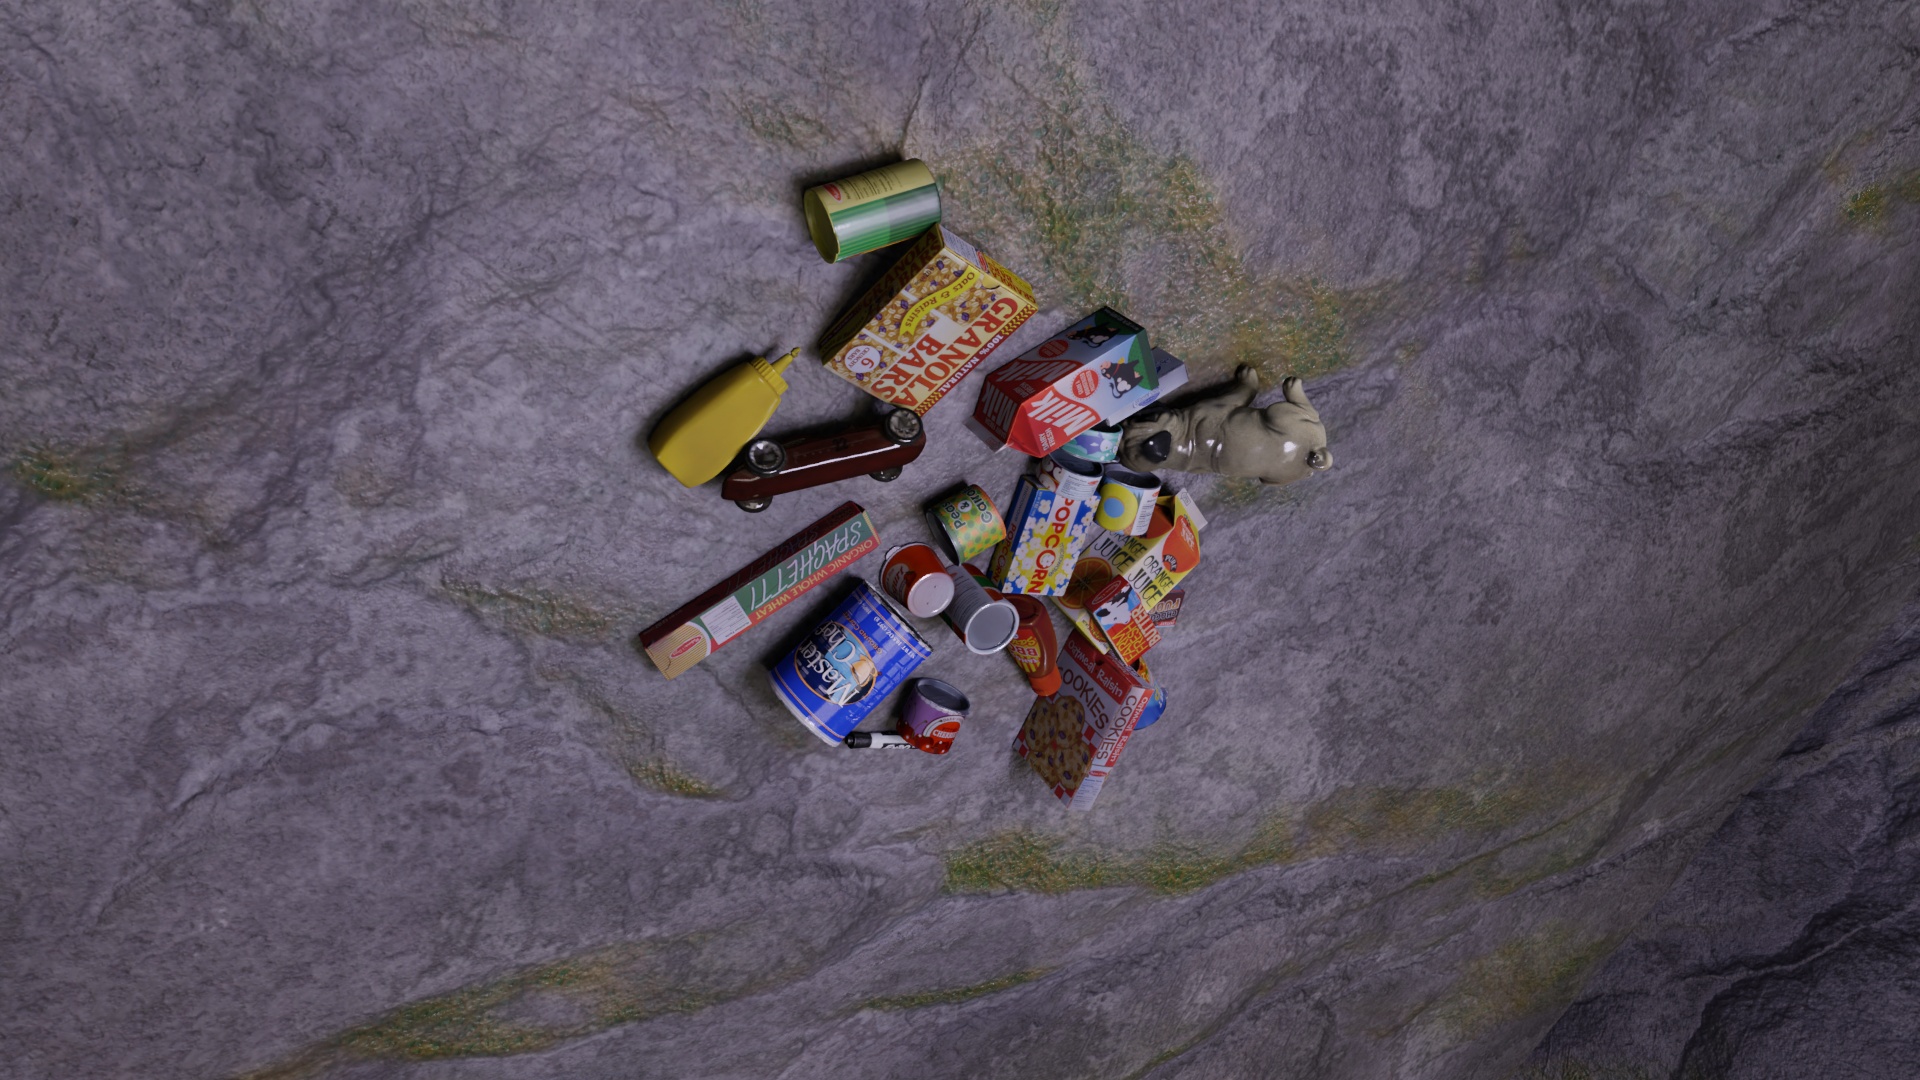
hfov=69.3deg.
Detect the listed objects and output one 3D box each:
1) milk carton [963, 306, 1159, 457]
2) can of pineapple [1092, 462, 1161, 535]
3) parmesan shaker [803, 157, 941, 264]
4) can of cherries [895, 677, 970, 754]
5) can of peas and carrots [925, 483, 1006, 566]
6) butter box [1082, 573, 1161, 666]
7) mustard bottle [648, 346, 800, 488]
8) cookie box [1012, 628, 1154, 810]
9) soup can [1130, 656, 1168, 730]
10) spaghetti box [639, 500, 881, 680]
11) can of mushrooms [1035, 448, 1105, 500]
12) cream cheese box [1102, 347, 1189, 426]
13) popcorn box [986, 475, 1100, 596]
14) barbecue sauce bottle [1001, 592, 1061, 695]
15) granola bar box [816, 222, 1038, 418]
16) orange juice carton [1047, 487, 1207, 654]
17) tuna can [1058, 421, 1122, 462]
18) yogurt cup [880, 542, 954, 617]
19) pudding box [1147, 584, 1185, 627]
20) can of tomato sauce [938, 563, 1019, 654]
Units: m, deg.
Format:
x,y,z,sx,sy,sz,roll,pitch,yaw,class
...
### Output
x,y,z,sx,sy,sz,roll,pitch,yaw,class
0.097,-0.150,1.390,0.191,0.072,0.073,-31,129,-12,milk carton
0.177,-0.046,1.506,0.071,0.071,0.057,-1,118,-30,can of pineapple
-0.075,-0.285,1.206,0.103,0.071,0.071,-22,126,-19,parmesan shaker
-0.029,0.193,1.518,0.071,0.072,0.058,14,110,-36,can of cherries
0.005,-0.018,1.416,0.059,0.071,0.070,-30,129,-13,can of peas and carrots
0.177,0.088,1.512,0.053,0.024,0.103,-39,130,-5,butter box
-0.203,-0.118,1.243,0.160,0.049,0.065,-42,130,-4,mustard bottle
0.138,0.204,1.591,0.040,0.123,0.167,14,109,-37,cookie box
0.201,0.173,1.648,0.071,0.071,0.083,-38,130,-6,soup can
-0.193,0.047,1.360,0.250,0.029,0.050,-33,129,-10,spaghetti box
0.114,-0.074,1.450,0.071,0.071,0.033,3,126,-32,can of mushrooms
0.180,-0.161,1.446,0.104,0.053,0.024,-31,127,-12,cream cheese box
0.089,-0.004,1.494,0.085,0.038,0.126,5,114,-34,popcorn box
0.080,0.118,1.549,0.044,0.065,0.148,-57,146,-28,barbecue sauce bottle
-0.030,-0.195,1.269,0.124,0.039,0.165,26,125,-39,granola bar box
0.195,0.027,1.553,0.193,0.073,0.071,-44,130,-2,orange juice carton
0.136,-0.108,1.440,0.071,0.071,0.032,1,116,-32,tuna can
-0.042,0.044,1.433,0.072,0.054,0.072,-16,125,-23,yogurt cup
0.217,0.075,1.624,0.084,0.030,0.049,0,118,-31,pudding box
0.016,0.073,1.466,0.071,0.083,0.070,-15,124,-23,can of tomato sauce
